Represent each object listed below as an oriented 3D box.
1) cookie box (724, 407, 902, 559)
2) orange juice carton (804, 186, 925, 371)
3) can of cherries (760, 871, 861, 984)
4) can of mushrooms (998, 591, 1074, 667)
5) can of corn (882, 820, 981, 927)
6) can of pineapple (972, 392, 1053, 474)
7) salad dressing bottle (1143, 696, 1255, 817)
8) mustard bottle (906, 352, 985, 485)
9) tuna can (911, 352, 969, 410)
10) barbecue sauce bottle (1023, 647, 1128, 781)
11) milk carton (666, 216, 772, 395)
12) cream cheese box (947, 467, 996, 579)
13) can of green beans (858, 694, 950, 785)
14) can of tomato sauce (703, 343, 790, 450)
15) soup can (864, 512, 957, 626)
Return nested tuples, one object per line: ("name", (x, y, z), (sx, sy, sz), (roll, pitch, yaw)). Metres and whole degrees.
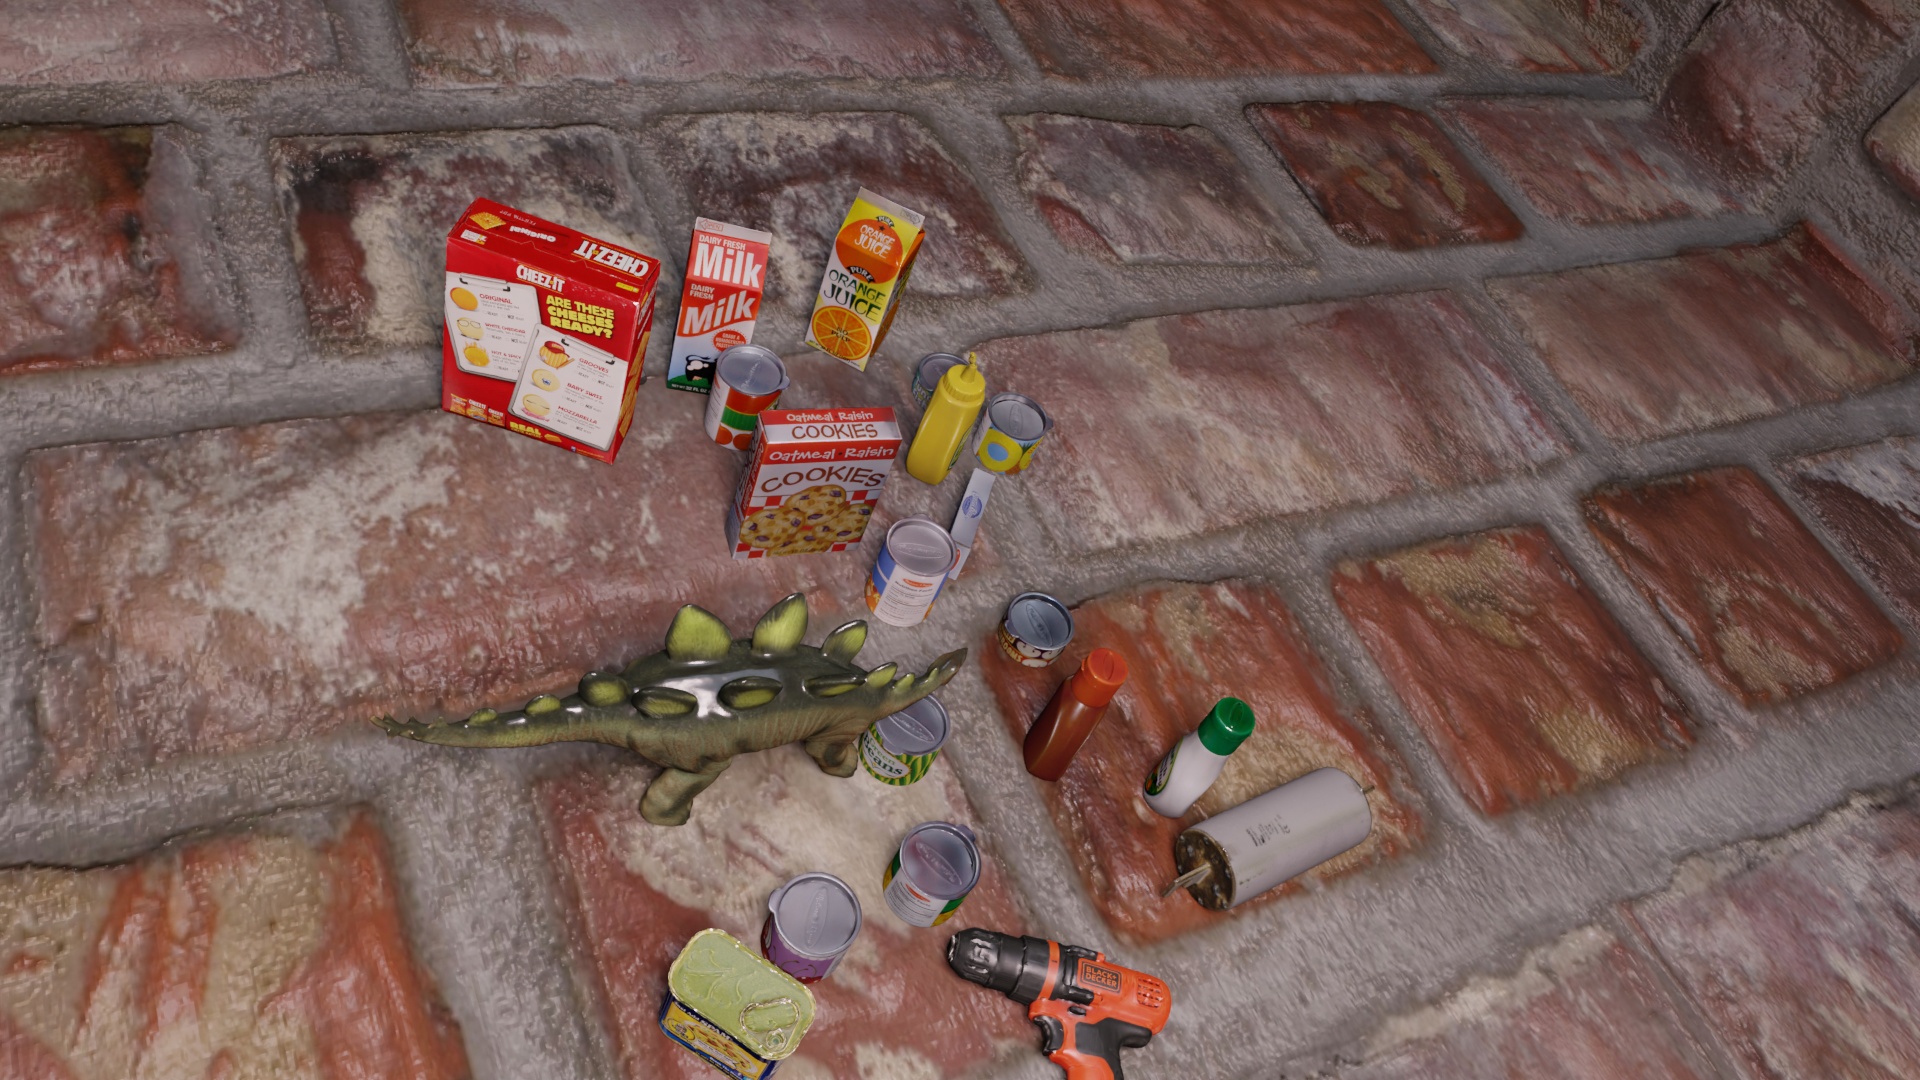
("cookie box", (-0.134, -0.051, 1.242), (0.123, 0.166, 0.040), (-4, 55, -25))
("orange juice carton", (-0.094, -0.272, 1.419), (0.072, 0.191, 0.073), (27, 48, 0))
("can of cherries", (-0.116, 0.291, 1.046), (0.071, 0.058, 0.072), (11, 50, -13))
("can of mushrooms", (0.069, 0.084, 1.303), (0.071, 0.033, 0.071), (11, 50, -13))
("can of corn", (-0.022, 0.264, 1.105), (0.071, 0.058, 0.071), (11, 50, -13))
("can of pineapple", (0.053, -0.109, 1.437), (0.071, 0.057, 0.071), (11, 50, -13))
("salad dressing bottle", (0.206, 0.187, 1.199), (0.044, 0.146, 0.064), (28, 48, 2))
("mustard bottle", (-0.009, -0.123, 1.355), (0.049, 0.159, 0.066), (27, 48, 0))
("tuna can", (-0.018, -0.164, 1.469), (0.071, 0.032, 0.071), (11, 50, -13))
("barbecue sauce bottle", (0.098, 0.146, 1.188), (0.044, 0.147, 0.065), (20, 48, -6))
("milk carton", (-0.232, -0.229, 1.331), (0.072, 0.189, 0.074), (9, 50, -15))
("cream cheese box", (0.005, -0.017, 1.346), (0.024, 0.053, 0.104), (23, 48, -3))
("can of green beans", (-0.048, 0.166, 1.174), (0.071, 0.057, 0.071), (11, 50, -13))
("can of tomato sauce", (-0.206, -0.136, 1.338), (0.071, 0.082, 0.071), (11, 50, -13))
("soup can", (-0.046, 0.027, 1.270), (0.071, 0.083, 0.072), (11, 50, -13))
